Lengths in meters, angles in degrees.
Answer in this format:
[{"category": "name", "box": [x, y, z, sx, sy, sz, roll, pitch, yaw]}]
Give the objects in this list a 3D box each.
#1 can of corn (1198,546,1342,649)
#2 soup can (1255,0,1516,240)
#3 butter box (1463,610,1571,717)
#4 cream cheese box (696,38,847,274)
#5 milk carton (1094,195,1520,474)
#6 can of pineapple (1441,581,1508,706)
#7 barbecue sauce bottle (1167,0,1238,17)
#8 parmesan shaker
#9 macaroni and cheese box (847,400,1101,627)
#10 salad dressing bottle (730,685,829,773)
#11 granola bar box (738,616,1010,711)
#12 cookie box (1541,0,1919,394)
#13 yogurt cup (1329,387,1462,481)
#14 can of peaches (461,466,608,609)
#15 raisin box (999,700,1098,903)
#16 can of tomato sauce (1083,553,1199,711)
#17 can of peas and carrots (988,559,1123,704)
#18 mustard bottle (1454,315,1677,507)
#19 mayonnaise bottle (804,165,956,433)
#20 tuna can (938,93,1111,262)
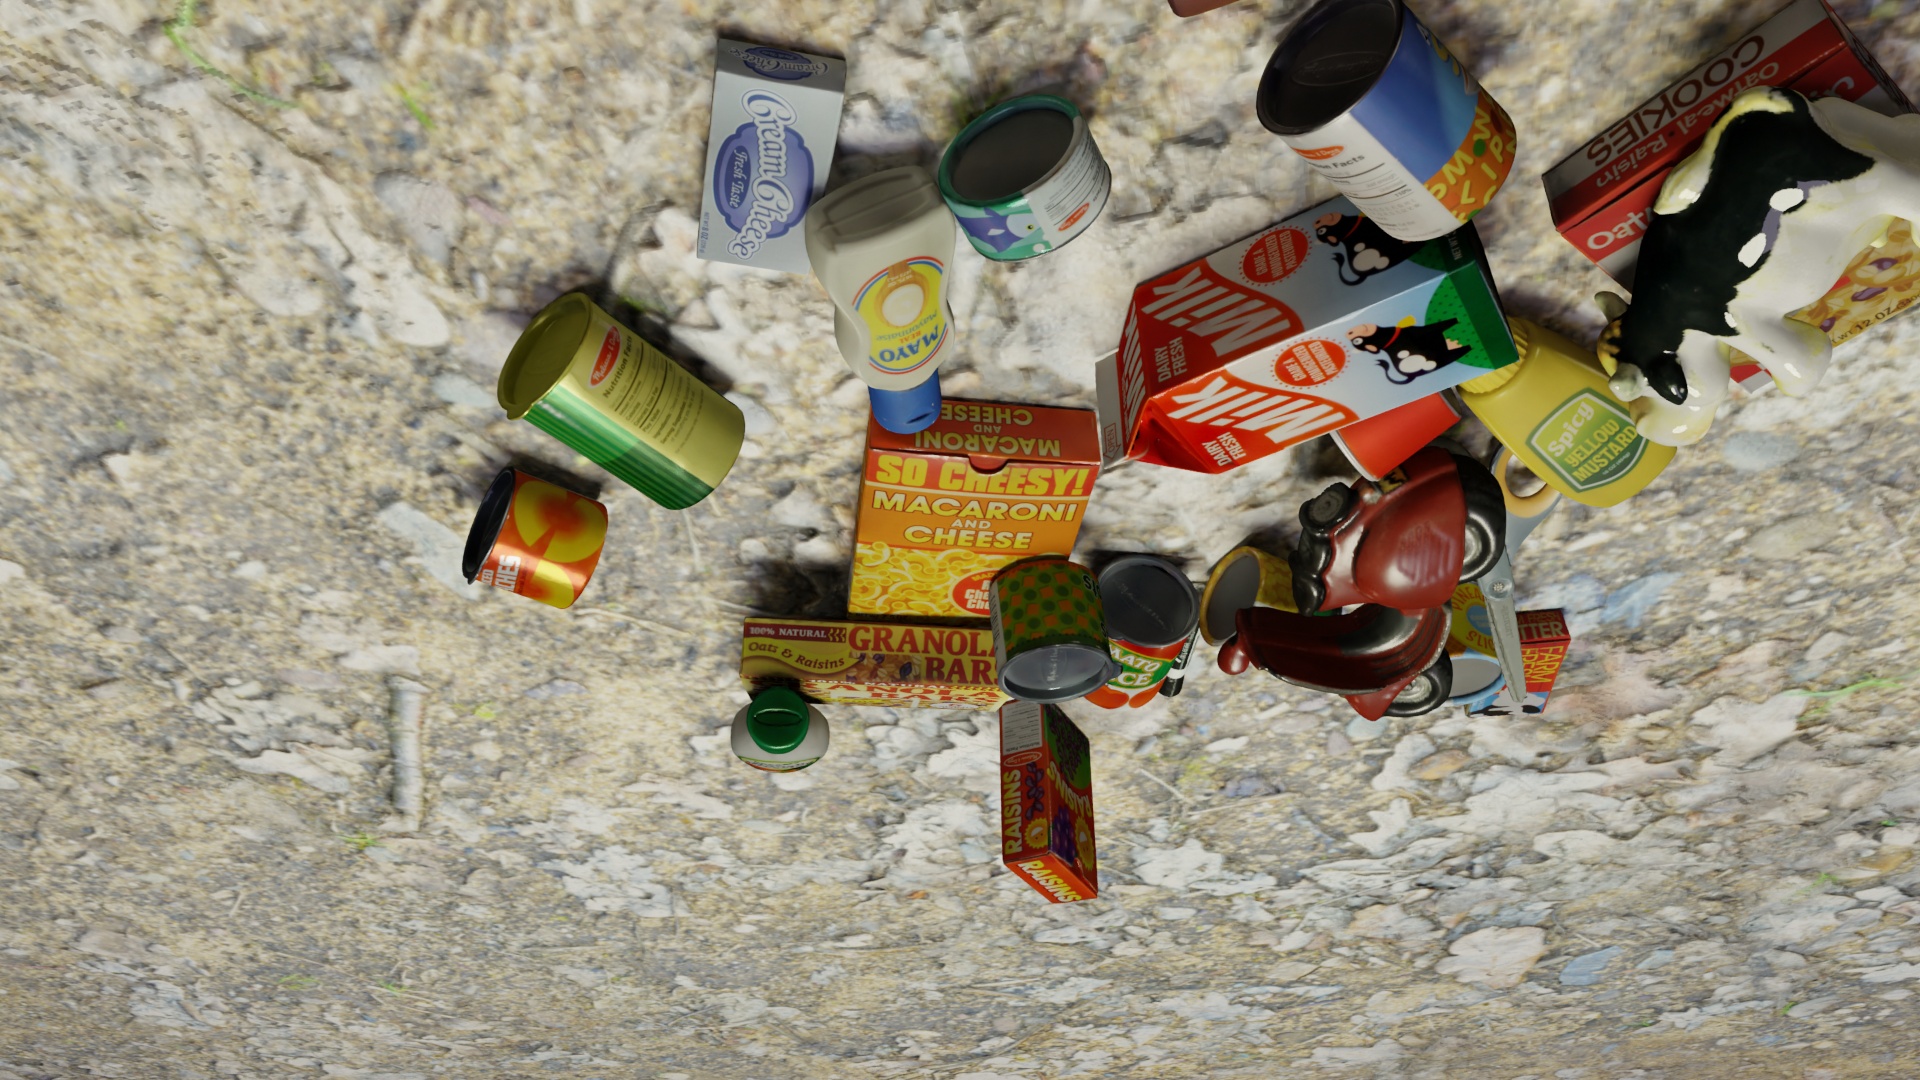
[{"category": "can of corn", "box": [0.186, 0.041, 0.841, 0.058, 0.071, 0.070, 22, 139, -19]}, {"category": "soup can", "box": [0.171, -0.170, 0.551, 0.083, 0.072, 0.071, 27, 136, -34]}, {"category": "butter box", "box": [0.373, 0.085, 0.938, 0.053, 0.024, 0.103, -5, 144, 7]}, {"category": "cream cheese box", "box": [-0.082, -0.161, 0.593, 0.053, 0.024, 0.103, 6, 144, -11]}, {"category": "milk carton", "box": [0.148, -0.093, 0.648, 0.190, 0.073, 0.073, -21, 140, 26]}, {"category": "can of pineapple", "box": [0.309, 0.064, 0.880, 0.071, 0.058, 0.070, 0, 144, 0]}, {"category": "barbecue sauce bottle", "box": [0.136, -0.235, 0.477, 0.148, 0.044, 0.064, -15, 142, 18]}, {"category": "parmesan shaker", "box": [-0.167, -0.064, 0.687, 0.071, 0.071, 0.103, -24, 138, 29]}, {"category": "macaroni and cheese box", "box": [0.003, -0.010, 0.789, 0.124, 0.040, 0.165, 3, 145, -7]}, {"category": "salad dressing bottle", "box": [-0.114, 0.119, 0.871, 0.064, 0.044, 0.147, 3, 166, -6]}, {"category": "granola bar box", "box": [-0.052, 0.080, 0.880, 0.166, 0.039, 0.124, 3, 166, -4]}, {"category": "cookie box", "box": [0.358, -0.143, 0.608, 0.167, 0.040, 0.122, 25, 137, -30]}, {"category": "yogurt cup", "box": [0.211, -0.071, 0.689, 0.054, 0.073, 0.072, -32, 134, 25]}, {"category": "can of peaches", "box": [-0.238, 0.001, 0.777, 0.058, 0.071, 0.071, 23, 138, -31]}, {"category": "raisin box", "box": [0.063, 0.184, 0.988, 0.040, 0.124, 0.086, -16, 141, 21]}, {"category": "can of tomato sauce", "box": [0.104, 0.060, 0.862, 0.071, 0.071, 0.082, 5, 144, -7]}, {"category": "can of peas and carrots", "box": [0.053, 0.052, 0.792, 0.071, 0.059, 0.070, -5, 145, -3]}, {"category": "mustard bottle", "box": [0.288, -0.073, 0.693, 0.160, 0.049, 0.065, 27, 119, -26]}, {"category": "mayonnaise bottle", "box": [-0.031, -0.105, 0.647, 0.065, 0.041, 0.147, -25, 152, -10]}, {"category": "tuna can", "box": [0.024, -0.151, 0.575, 0.071, 0.071, 0.032, -15, 140, 20]}]
